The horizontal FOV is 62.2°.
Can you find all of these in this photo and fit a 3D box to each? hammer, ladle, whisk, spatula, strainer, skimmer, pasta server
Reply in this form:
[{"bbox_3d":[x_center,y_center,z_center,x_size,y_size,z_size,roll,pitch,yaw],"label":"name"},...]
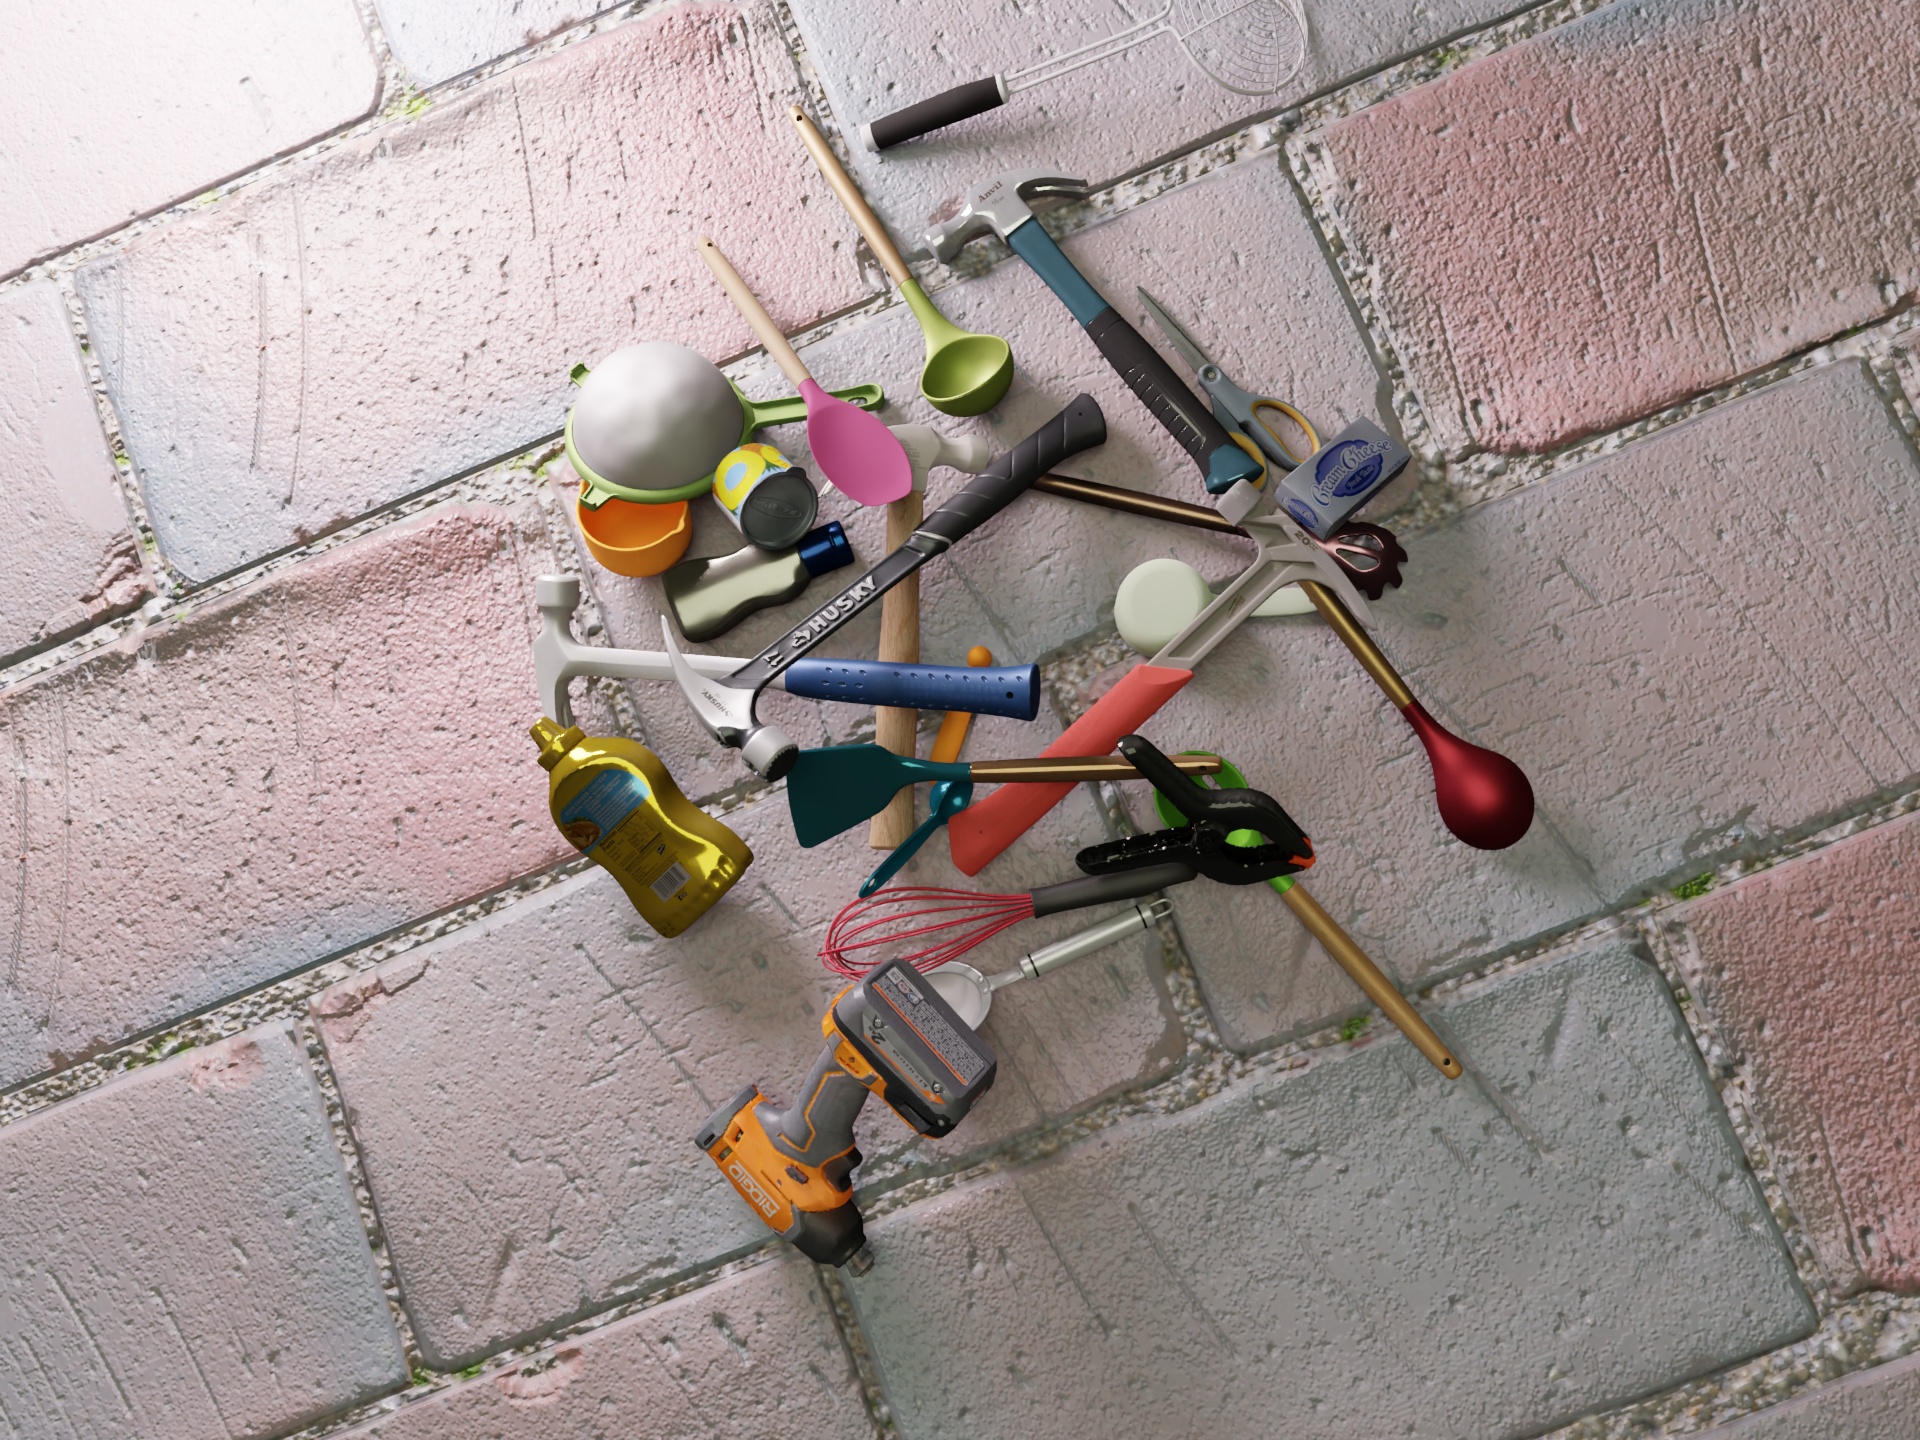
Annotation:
[{"bbox_3d":[0.116,-0.304,1.248,0.128,0.033,0.331,-38,77,2],"label":"hammer"},{"bbox_3d":[-0.058,-0.376,1.277,0.078,0.062,0.320,-32,78,1],"label":"ladle"},{"bbox_3d":[0.035,0.143,1.203,0.296,0.073,0.073,-13,82,-1],"label":"whisk"},{"bbox_3d":[-0.040,-0.125,1.185,0.409,0.036,0.149,-40,66,-21],"label":"hammer"},{"bbox_3d":[0.033,0.044,1.171,0.317,0.044,0.082,-3,116,7],"label":"spatula"},{"bbox_3d":[0.134,-0.006,1.193,0.359,0.036,0.149,-44,86,8],"label":"hammer"},{"bbox_3d":[-0.049,-0.065,1.235,0.130,0.031,0.331,3,87,-18],"label":"hammer"},{"bbox_3d":[-0.140,-0.029,1.208,0.405,0.035,0.144,5,98,16],"label":"hammer"},{"bbox_3d":[0.320,-0.033,1.191,0.069,0.031,0.315,-38,86,4],"label":"ladle"},{"bbox_3d":[-0.188,-0.254,1.250,0.256,0.069,0.152,-9,59,-5],"label":"strainer"},{"bbox_3d":[0.099,-0.522,1.291,0.363,0.090,0.127,-15,85,14],"label":"skimmer"},{"bbox_3d":[0.045,0.193,1.204,0.258,0.050,0.087,-24,38,-2],"label":"strainer"},{"bbox_3d":[0.190,-0.156,1.239,0.316,0.040,0.060,14,85,12],"label":"pasta server"}]

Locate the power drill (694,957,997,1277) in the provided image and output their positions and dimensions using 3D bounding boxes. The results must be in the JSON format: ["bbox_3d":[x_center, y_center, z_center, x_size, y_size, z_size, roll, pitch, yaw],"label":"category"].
[{"bbox_3d":[-0.077,0.297,1.151,0.164,0.084,0.226,46,118,7],"label":"power drill"}]

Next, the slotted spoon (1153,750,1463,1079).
[{"bbox_3d":[0.262,0.147,1.193,0.070,0.031,0.314,-42,83,1],"label":"slotted spoon"}]

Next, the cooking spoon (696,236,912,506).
[{"bbox_3d":[-0.132,-0.278,1.246,0.069,0.017,0.319,-23,62,-23],"label":"cooking spoon"}]

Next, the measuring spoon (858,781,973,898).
[{"bbox_3d":[-0.039,0.085,1.212,0.021,0.042,0.128,32,65,30],"label":"measuring spoon"}]

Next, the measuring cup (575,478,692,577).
[{"bbox_3d":[-0.237,-0.188,1.282,0.095,0.052,0.174,25,62,13],"label":"measuring cup"}]

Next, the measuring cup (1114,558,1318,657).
[{"bbox_3d":[0.201,-0.090,1.221,0.167,0.038,0.083,-4,83,8],"label":"measuring cup"}]

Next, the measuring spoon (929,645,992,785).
[{"bbox_3d":[-0.002,-0.004,1.246,0.021,0.011,0.117,19,86,8],"label":"measuring spoon"}]
